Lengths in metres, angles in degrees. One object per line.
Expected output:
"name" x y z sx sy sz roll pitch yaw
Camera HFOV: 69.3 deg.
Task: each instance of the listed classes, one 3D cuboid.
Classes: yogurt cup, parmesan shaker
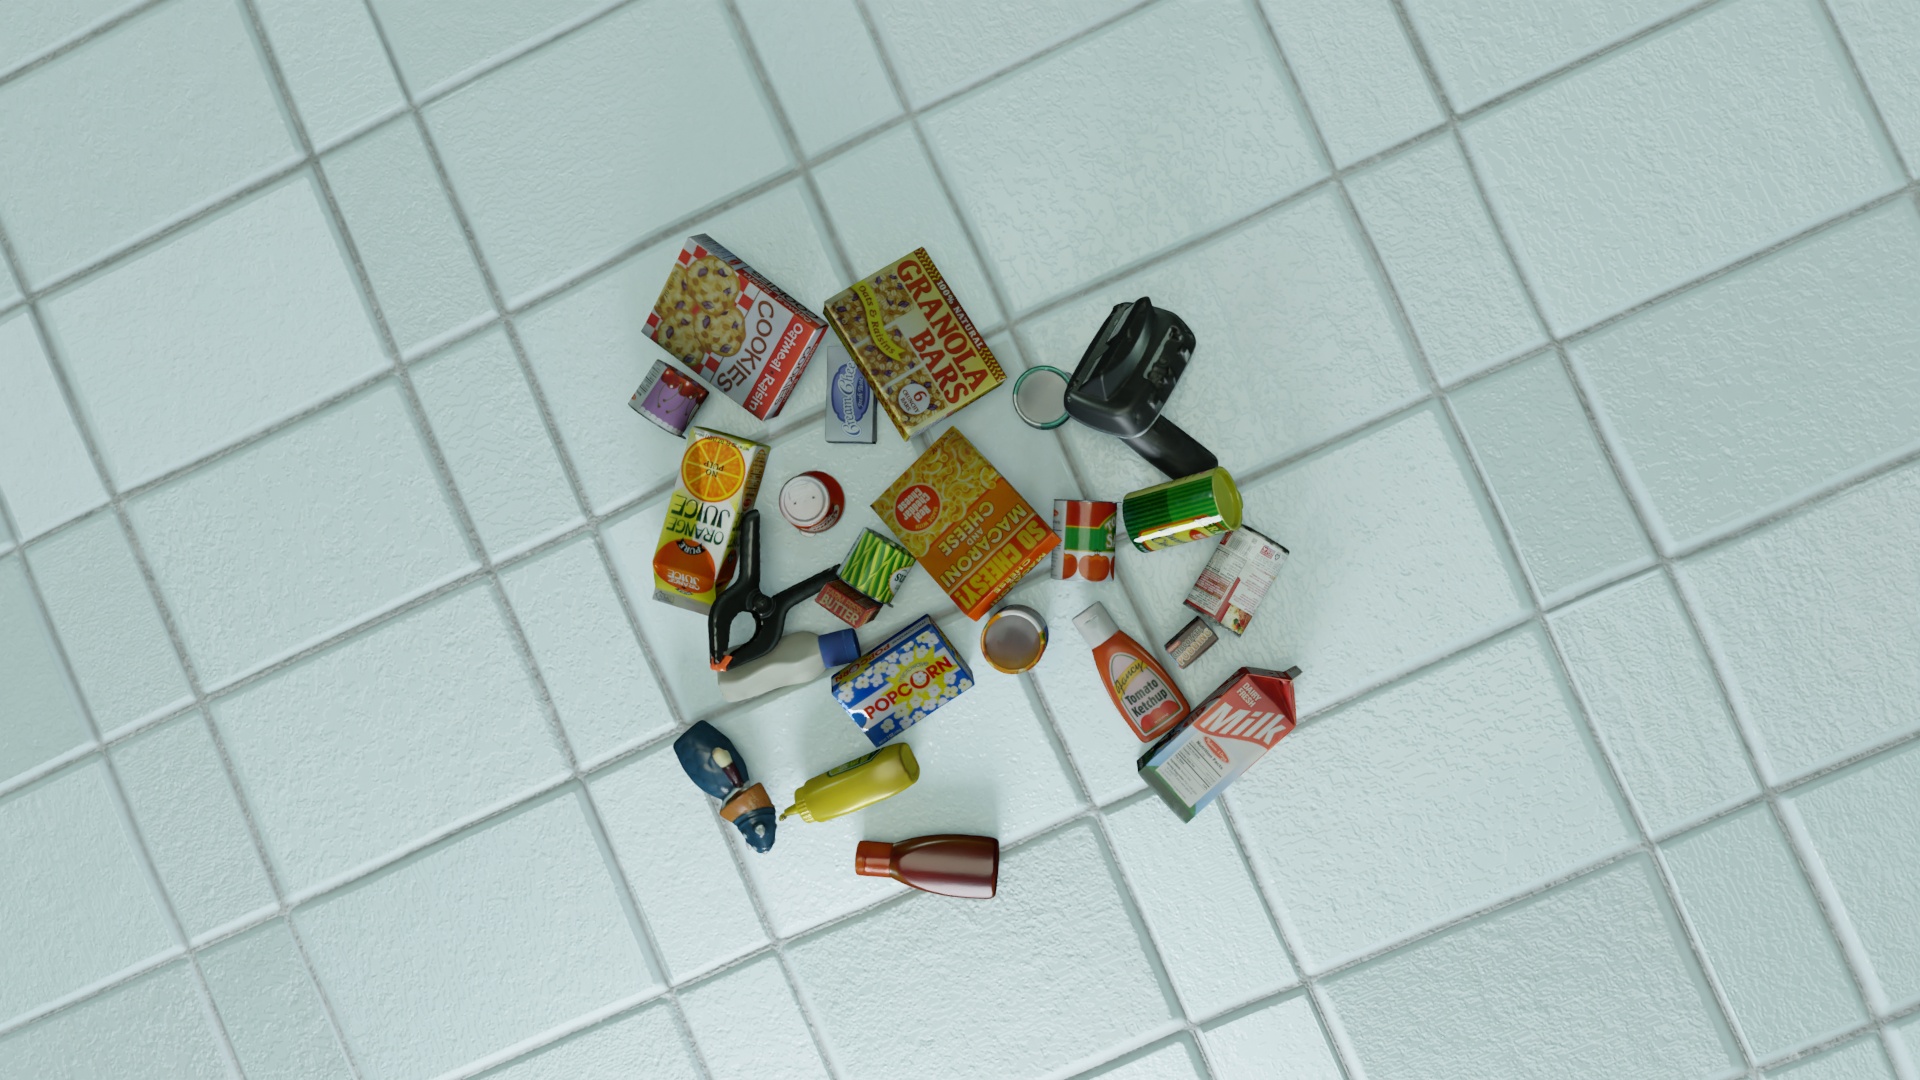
"yogurt cup" -0.160 -0.041 1.467 0.072 0.054 0.072 0 89 6
"parmesan shaker" 0.225 -0.029 1.406 0.103 0.071 0.071 -17 88 32

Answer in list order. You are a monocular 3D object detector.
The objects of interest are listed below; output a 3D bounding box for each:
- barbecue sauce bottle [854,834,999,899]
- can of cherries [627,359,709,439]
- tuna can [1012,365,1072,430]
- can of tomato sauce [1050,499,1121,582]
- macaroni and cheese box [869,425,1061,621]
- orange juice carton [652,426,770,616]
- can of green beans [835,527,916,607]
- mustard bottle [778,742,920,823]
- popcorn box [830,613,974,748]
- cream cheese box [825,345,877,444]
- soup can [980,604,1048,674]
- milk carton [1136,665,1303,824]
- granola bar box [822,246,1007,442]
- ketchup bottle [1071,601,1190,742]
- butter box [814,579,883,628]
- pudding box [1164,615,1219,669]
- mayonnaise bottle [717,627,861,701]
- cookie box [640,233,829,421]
"barbecue sauce bottle" -0.035 0.339 1.459 0.148 0.043 0.065 3 90 6
"can of cherries" -0.308 -0.150 1.478 0.071 0.071 0.058 34 93 5
"tuna can" 0.090 -0.151 1.452 0.071 0.033 0.071 0 90 6
"can of tomato sauce" 0.129 0.000 1.431 0.071 0.071 0.083 3 91 6
"macaroni and cheese box" 0.005 -0.018 1.431 0.123 0.040 0.167 -44 65 4
"orange juice carton" -0.267 -0.019 1.468 0.072 0.073 0.192 17 92 5
"can of green beans" -0.088 0.026 1.453 0.071 0.071 0.058 32 93 5
"mustard bottle" -0.123 0.262 1.459 0.160 0.065 0.049 -24 92 9
"popcorn box" -0.060 0.146 1.448 0.126 0.038 0.085 -34 114 5
"cream cheese box" -0.116 -0.155 1.478 0.053 0.024 0.103 1 90 7
"soup can" 0.055 0.104 1.430 0.071 0.084 0.071 0 91 6
"milk carton" 0.273 0.193 1.413 0.190 0.072 0.073 -43 86 5
"granola bar box" -0.048 -0.204 1.449 0.124 0.039 0.165 -32 87 -11
"ketchup bottle" 0.172 0.133 1.438 0.064 0.043 0.149 -36 86 5
"butter box" -0.114 0.064 1.437 0.053 0.103 0.024 34 95 4
"pudding box" 0.234 0.104 1.412 0.049 0.084 0.030 -43 83 5
"mayonnaise bottle" -0.181 0.127 1.467 0.148 0.065 0.041 -13 126 3
"cookie box" -0.237 -0.224 1.463 0.167 0.040 0.122 36 116 5
